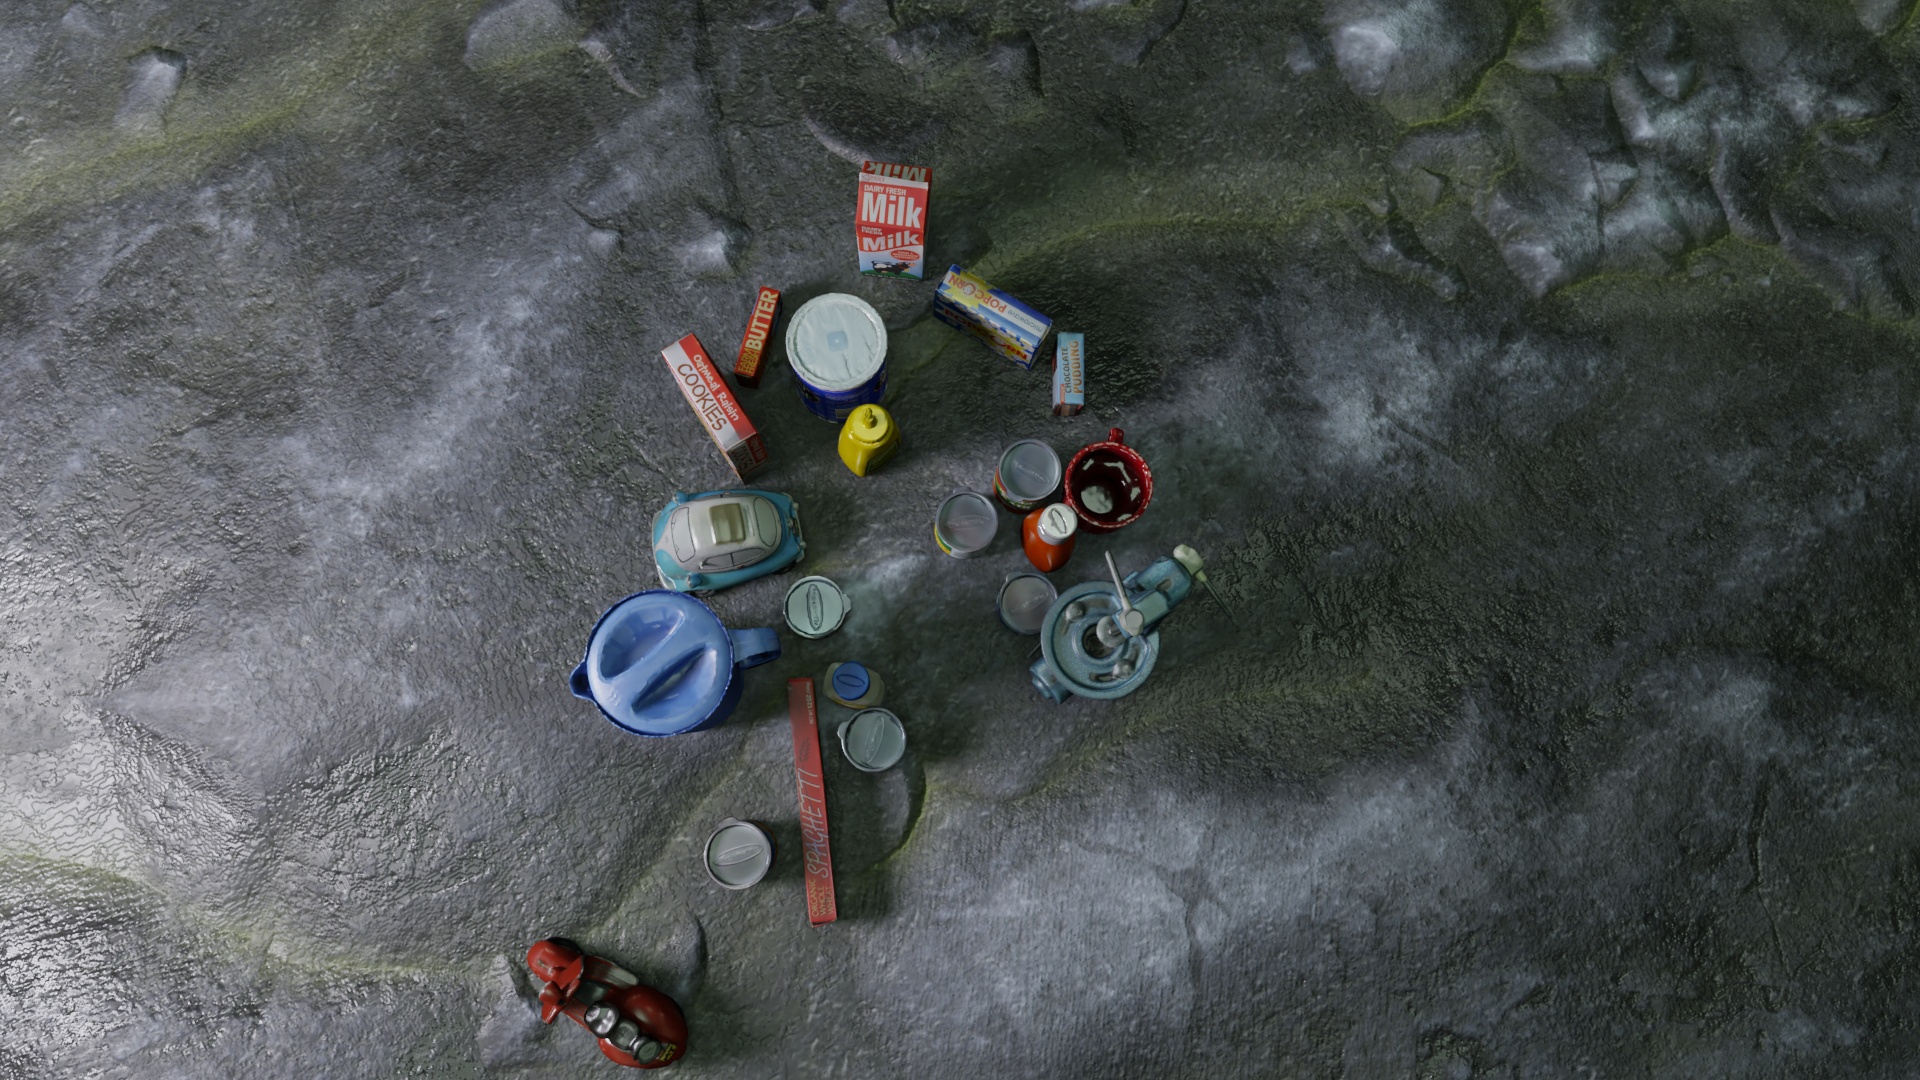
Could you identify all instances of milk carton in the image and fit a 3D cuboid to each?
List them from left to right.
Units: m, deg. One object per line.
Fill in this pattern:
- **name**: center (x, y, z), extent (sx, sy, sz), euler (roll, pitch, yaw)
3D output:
- **milk carton**: center (-0.070, -0.344, 1.472), extent (0.072, 0.190, 0.073), euler (7, 80, -2)

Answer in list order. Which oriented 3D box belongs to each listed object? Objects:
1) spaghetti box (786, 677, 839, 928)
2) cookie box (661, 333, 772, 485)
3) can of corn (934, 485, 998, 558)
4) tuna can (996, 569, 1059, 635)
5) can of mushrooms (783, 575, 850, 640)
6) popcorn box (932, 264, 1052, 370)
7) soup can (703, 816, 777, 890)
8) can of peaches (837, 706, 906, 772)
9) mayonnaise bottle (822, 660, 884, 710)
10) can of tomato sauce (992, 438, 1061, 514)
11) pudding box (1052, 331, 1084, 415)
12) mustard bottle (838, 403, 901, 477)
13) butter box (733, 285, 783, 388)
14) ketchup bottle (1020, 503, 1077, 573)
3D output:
- **spaghetti box**: center (-0.152, 0.267, 1.428), extent (0.029, 0.050, 0.250), euler (-6, 80, -4)
- **cookie box**: center (-0.248, -0.133, 1.436), extent (0.040, 0.167, 0.123), euler (-33, 83, -8)
- **can of corn**: center (0.005, -0.019, 1.484), extent (0.071, 0.058, 0.071), euler (1, 80, -3)
- **tuna can**: center (0.070, 0.066, 1.485), extent (0.071, 0.032, 0.071), euler (1, 80, -3)
- **can of mushrooms**: center (-0.151, 0.072, 1.472), extent (0.071, 0.033, 0.071), euler (1, 80, -3)
- **popcorn box**: center (0.034, -0.242, 1.512), extent (0.127, 0.085, 0.038), euler (30, 80, 3)
- **soup can**: center (-0.221, 0.312, 1.399), extent (0.071, 0.083, 0.071), euler (1, 80, -3)
- **can of peaches**: center (-0.091, 0.206, 1.438), extent (0.071, 0.058, 0.071), euler (1, 80, -3)
- **mayonnaise bottle**: center (-0.109, 0.146, 1.403), extent (0.065, 0.148, 0.041), euler (14, 80, 0)
- **can of tomato sauce**: center (0.069, -0.065, 1.483), extent (0.071, 0.083, 0.071), euler (1, 80, -3)
- **pudding box**: center (0.118, -0.183, 1.524), extent (0.030, 0.049, 0.084), euler (1, 80, -3)
- **mustard bottle**: center (-0.095, -0.109, 1.443), extent (0.065, 0.160, 0.049), euler (-40, 85, -8)
- **butter box**: center (-0.219, -0.220, 1.511), extent (0.024, 0.053, 0.103), euler (16, 79, 0)
- **ketchup bottle**: center (0.093, -0.007, 1.440), extent (0.043, 0.148, 0.065), euler (-26, 83, -7)
